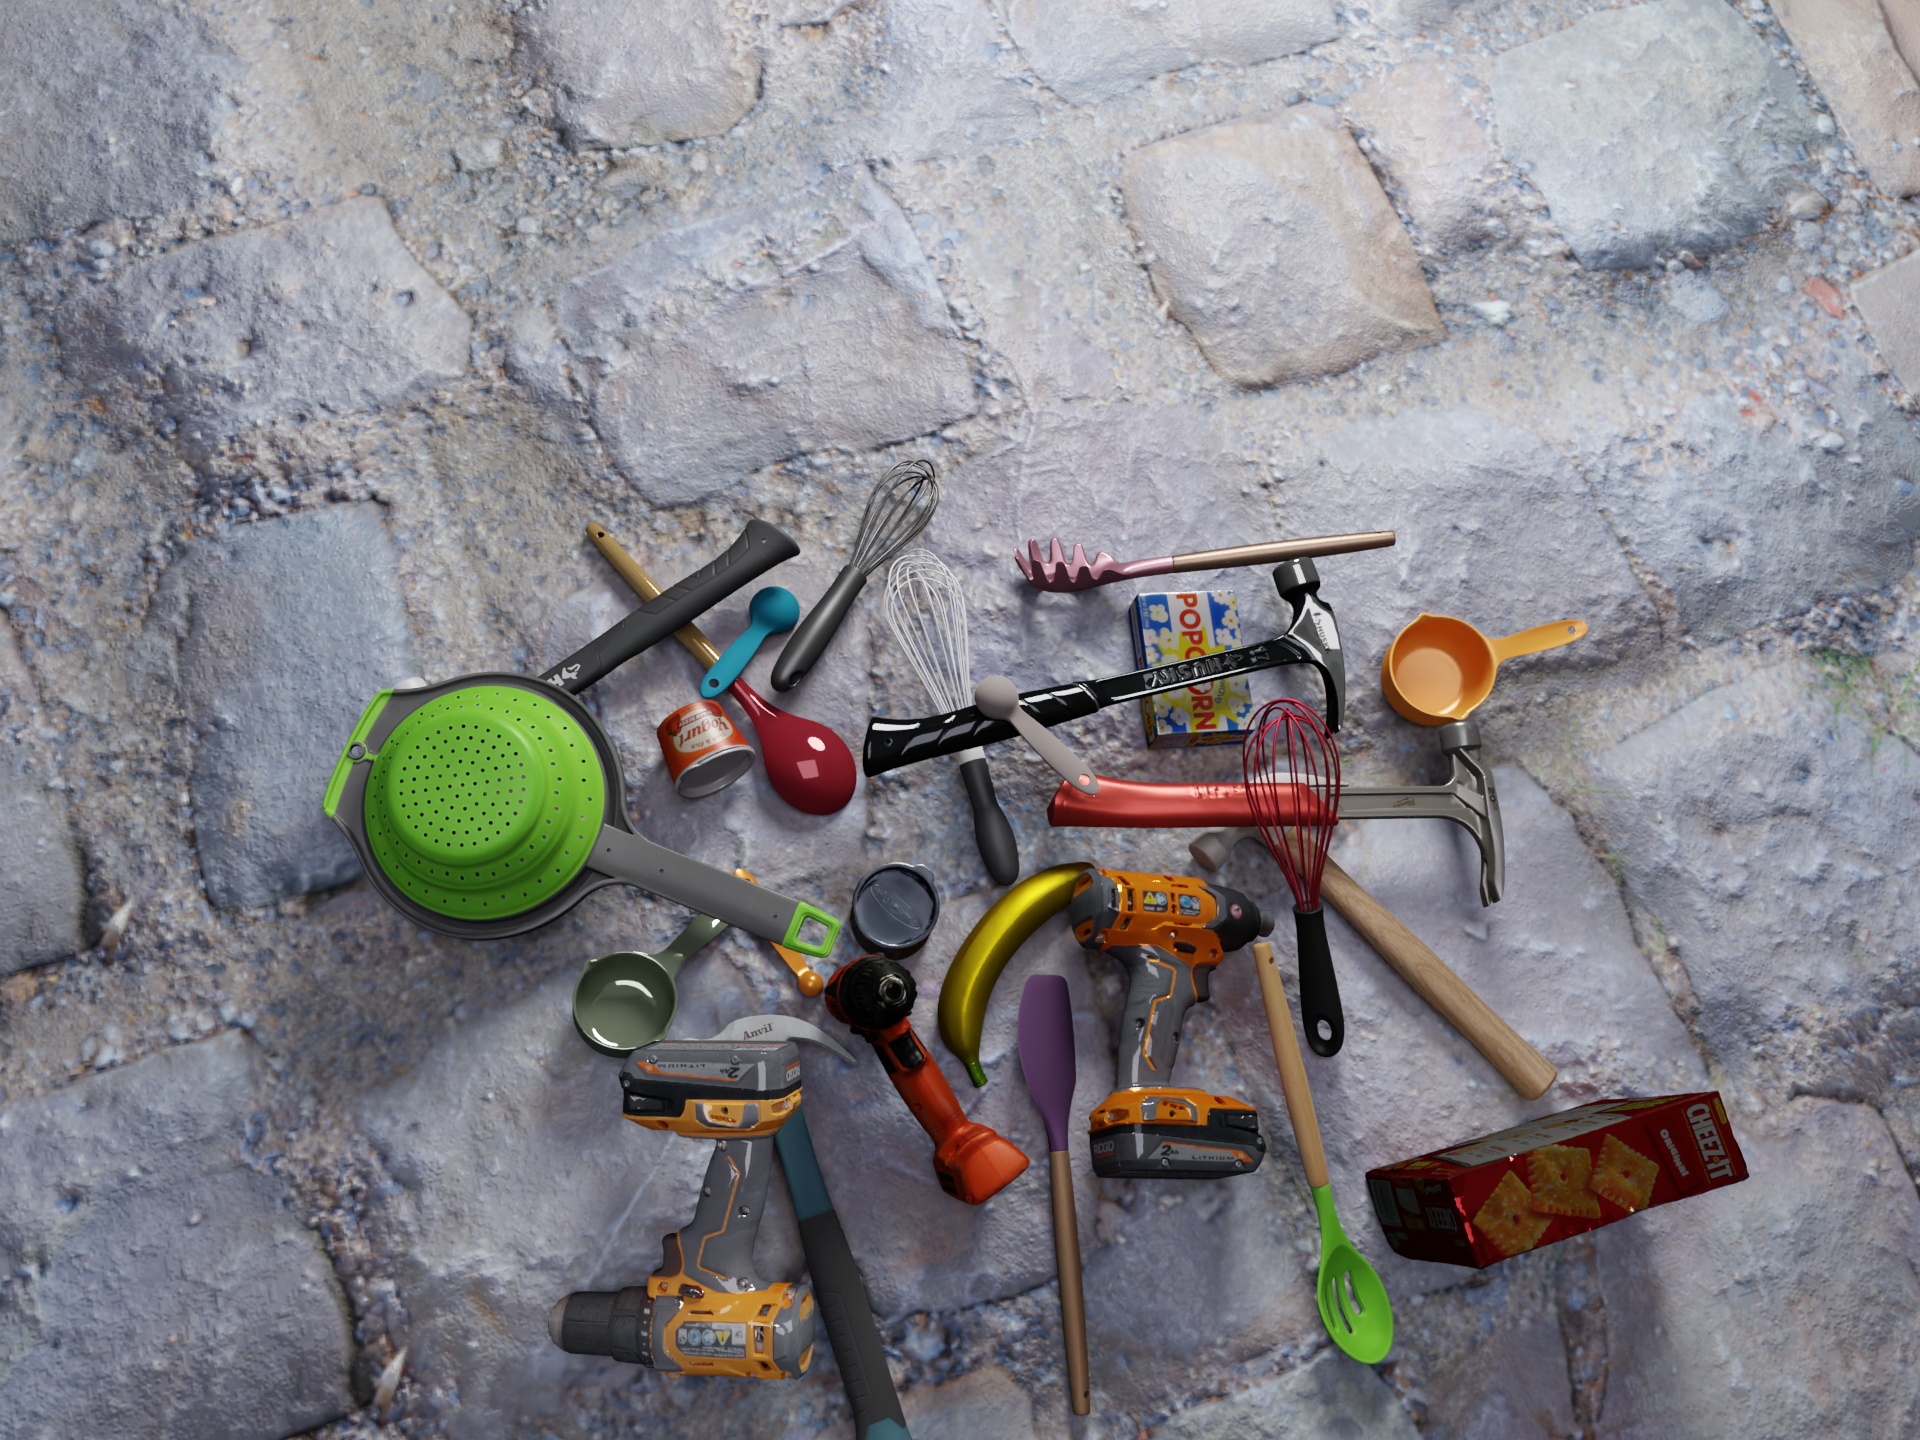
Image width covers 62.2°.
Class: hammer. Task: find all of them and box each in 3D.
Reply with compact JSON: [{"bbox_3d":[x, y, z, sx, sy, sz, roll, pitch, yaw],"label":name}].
[{"bbox_3d":[0.248,0.075,1.255,0.359,0.036,0.149,0,71,-6],"label":"hammer"},{"bbox_3d":[0.344,0.171,1.272,0.331,0.031,0.130,44,73,8],"label":"hammer"},{"bbox_3d":[-0.102,0.373,1.156,0.128,0.033,0.331,-17,75,-10],"label":"hammer"},{"bbox_3d":[0.118,-0.017,1.258,0.409,0.036,0.149,-14,77,-13],"label":"hammer"},{"bbox_3d":[-0.271,-0.052,1.253,0.335,0.035,0.146,-35,79,-9],"label":"hammer"}]

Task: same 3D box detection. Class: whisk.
[{"bbox_3d":[-0.001,-0.004,1.277,0.070,0.070,0.285,-15,79,-11],"label":"whisk"},{"bbox_3d":[-0.087,-0.120,1.302,0.055,0.055,0.239,31,70,4],"label":"whisk"},{"bbox_3d":[0.261,0.124,1.204,0.073,0.073,0.295,-14,107,-11],"label":"whisk"}]

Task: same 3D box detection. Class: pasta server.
[{"bbox_3d":[0.203,-0.140,1.324,0.316,0.060,0.040,-6,115,2],"label":"pasta server"}]

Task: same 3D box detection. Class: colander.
[{"bbox_3d":[-0.275,0.085,1.155,0.397,0.094,0.204,22,78,1],"label":"colander"}]

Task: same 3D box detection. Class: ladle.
[{"bbox_3d":[-0.198,-0.048,1.283,0.069,0.031,0.315,-39,79,-22],"label":"ladle"}]

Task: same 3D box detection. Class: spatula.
[{"bbox_3d":[0.074,0.348,1.187,0.059,0.018,0.316,8,70,-40],"label":"spatula"}]

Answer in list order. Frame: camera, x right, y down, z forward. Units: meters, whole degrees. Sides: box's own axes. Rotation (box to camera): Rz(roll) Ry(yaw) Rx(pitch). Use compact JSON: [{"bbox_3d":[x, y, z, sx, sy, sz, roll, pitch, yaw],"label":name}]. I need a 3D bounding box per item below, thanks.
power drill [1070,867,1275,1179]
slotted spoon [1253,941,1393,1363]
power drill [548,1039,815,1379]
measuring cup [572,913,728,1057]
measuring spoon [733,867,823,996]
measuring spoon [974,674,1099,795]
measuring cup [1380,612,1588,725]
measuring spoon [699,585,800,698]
[{"bbox_3d":[0.170,0.228,1.206,0.164,0.084,0.227,6,68,-18],"label":"power drill"},{"bbox_3d":[0.262,0.320,1.186,0.070,0.031,0.314,-10,85,-37],"label":"slotted spoon"},{"bbox_3d":[-0.196,0.342,1.112,0.185,0.084,0.226,-2,85,9],"label":"power drill"},{"bbox_3d":[-0.222,0.188,1.205,0.083,0.038,0.167,41,56,10],"label":"measuring cup"},{"bbox_3d":[-0.141,0.161,1.226,0.021,0.011,0.117,-27,77,-37],"label":"measuring spoon"},{"bbox_3d":[0.061,0.011,1.213,0.124,0.018,0.034,44,73,3],"label":"measuring spoon"},{"bbox_3d":[0.437,-0.050,1.334,0.173,0.052,0.095,-15,76,-5],"label":"measuring cup"},{"bbox_3d":[-0.170,-0.065,1.274,0.042,0.021,0.129,32,54,2],"label":"measuring spoon"}]
